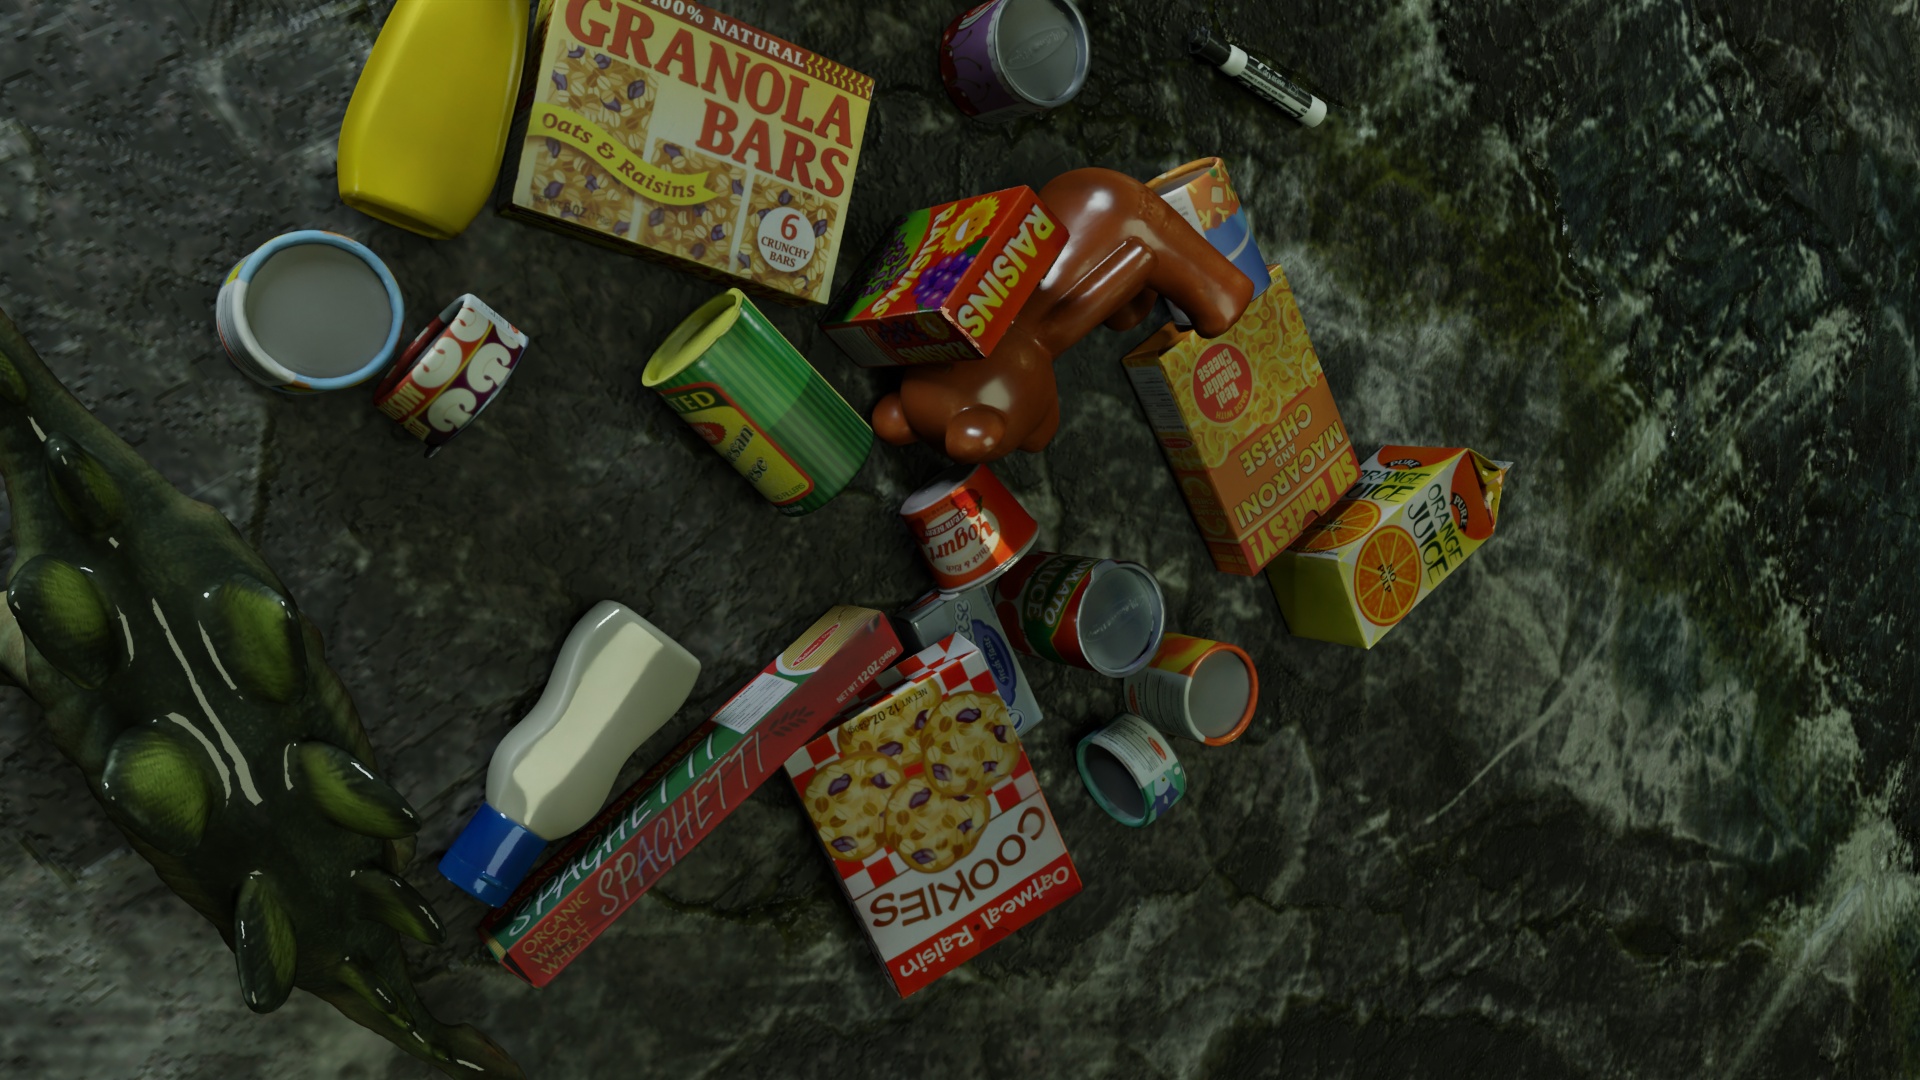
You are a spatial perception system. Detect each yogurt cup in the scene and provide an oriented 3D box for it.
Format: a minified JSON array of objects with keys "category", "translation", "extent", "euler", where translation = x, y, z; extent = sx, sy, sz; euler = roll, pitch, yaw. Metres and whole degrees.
[{"category":"yogurt cup","translation":[0.003,-0.010,0.782],"extent":[0.073,0.072,0.054],"euler":[-42,107,-24]}]

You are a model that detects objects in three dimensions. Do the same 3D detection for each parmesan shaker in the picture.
[{"category":"parmesan shaker","translation":[-0.099,-0.068,0.702],"extent":[0.103,0.071,0.071],"euler":[46,69,-28]}]

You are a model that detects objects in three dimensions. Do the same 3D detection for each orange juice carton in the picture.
[{"category":"orange juice carton","translation":[0.307,-0.010,0.982],"extent":[0.193,0.072,0.072],"euler":[-36,113,-26]}]

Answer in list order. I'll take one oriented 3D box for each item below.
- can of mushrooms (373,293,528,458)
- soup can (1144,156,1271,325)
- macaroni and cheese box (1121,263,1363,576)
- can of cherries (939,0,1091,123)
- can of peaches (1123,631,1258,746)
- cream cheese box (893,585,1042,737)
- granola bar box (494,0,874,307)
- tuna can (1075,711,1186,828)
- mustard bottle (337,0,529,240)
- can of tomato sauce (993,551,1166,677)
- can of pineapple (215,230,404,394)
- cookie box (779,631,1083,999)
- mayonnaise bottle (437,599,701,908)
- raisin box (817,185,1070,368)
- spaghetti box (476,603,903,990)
[{"category":"can of mushrooms","translation":[-0.228,-0.074,0.617],"extent":[0.033,0.071,0.071],"euler":[42,71,-29]},{"category":"soup can","translation":[0.149,-0.187,0.865],"extent":[0.071,0.071,0.083],"euler":[-38,113,-26]},{"category":"macaroni and cheese box","translation":[0.190,-0.079,0.916],"extent":[0.124,0.040,0.166],"euler":[-38,113,-25]},{"category":"can of cherries","translation":[0.030,-0.275,0.782],"extent":[0.071,0.058,0.071],"euler":[-3,96,-33]},{"category":"can of peaches","translation":[0.150,0.093,0.891],"extent":[0.071,0.058,0.071],"euler":[-3,96,-33]},{"category":"cream cheese box","translation":[0.006,0.075,0.812],"extent":[0.053,0.024,0.103],"euler":[-34,111,-26]},{"category":"granola bar box","translation":[-0.133,-0.197,0.689],"extent":[0.166,0.039,0.124],"euler":[13,87,-34]},{"category":"tuna can","translation":[0.105,0.144,0.862],"extent":[0.033,0.071,0.071],"euler":[-30,110,-27]},{"category":"mustard bottle","translation":[-0.225,-0.217,0.619],"extent":[0.065,0.049,0.160],"euler":[21,81,-34]},{"category":"can of tomato sauce","translation":[0.068,0.040,0.816],"extent":[0.071,0.083,0.071],"euler":[-3,96,-34]},{"category":"can of pineapple","translation":[-0.274,-0.096,0.589],"extent":[0.071,0.058,0.071],"euler":[-3,95,-34]},{"category":"cookie box","translation":[-0.017,0.154,0.777],"extent":[0.123,0.040,0.167],"euler":[-28,109,-14]},{"category":"mayonnaise bottle","translation":[-0.192,0.104,0.672],"extent":[0.064,0.041,0.148],"euler":[42,72,-27]},{"category":"raisin box","translation":[-0.011,-0.134,0.726],"extent":[0.040,0.123,0.086],"euler":[44,70,-28]},{"category":"spaghetti box","translation":[-0.133,0.123,0.707],"extent":[0.251,0.050,0.028],"euler":[-43,114,-24]}]
